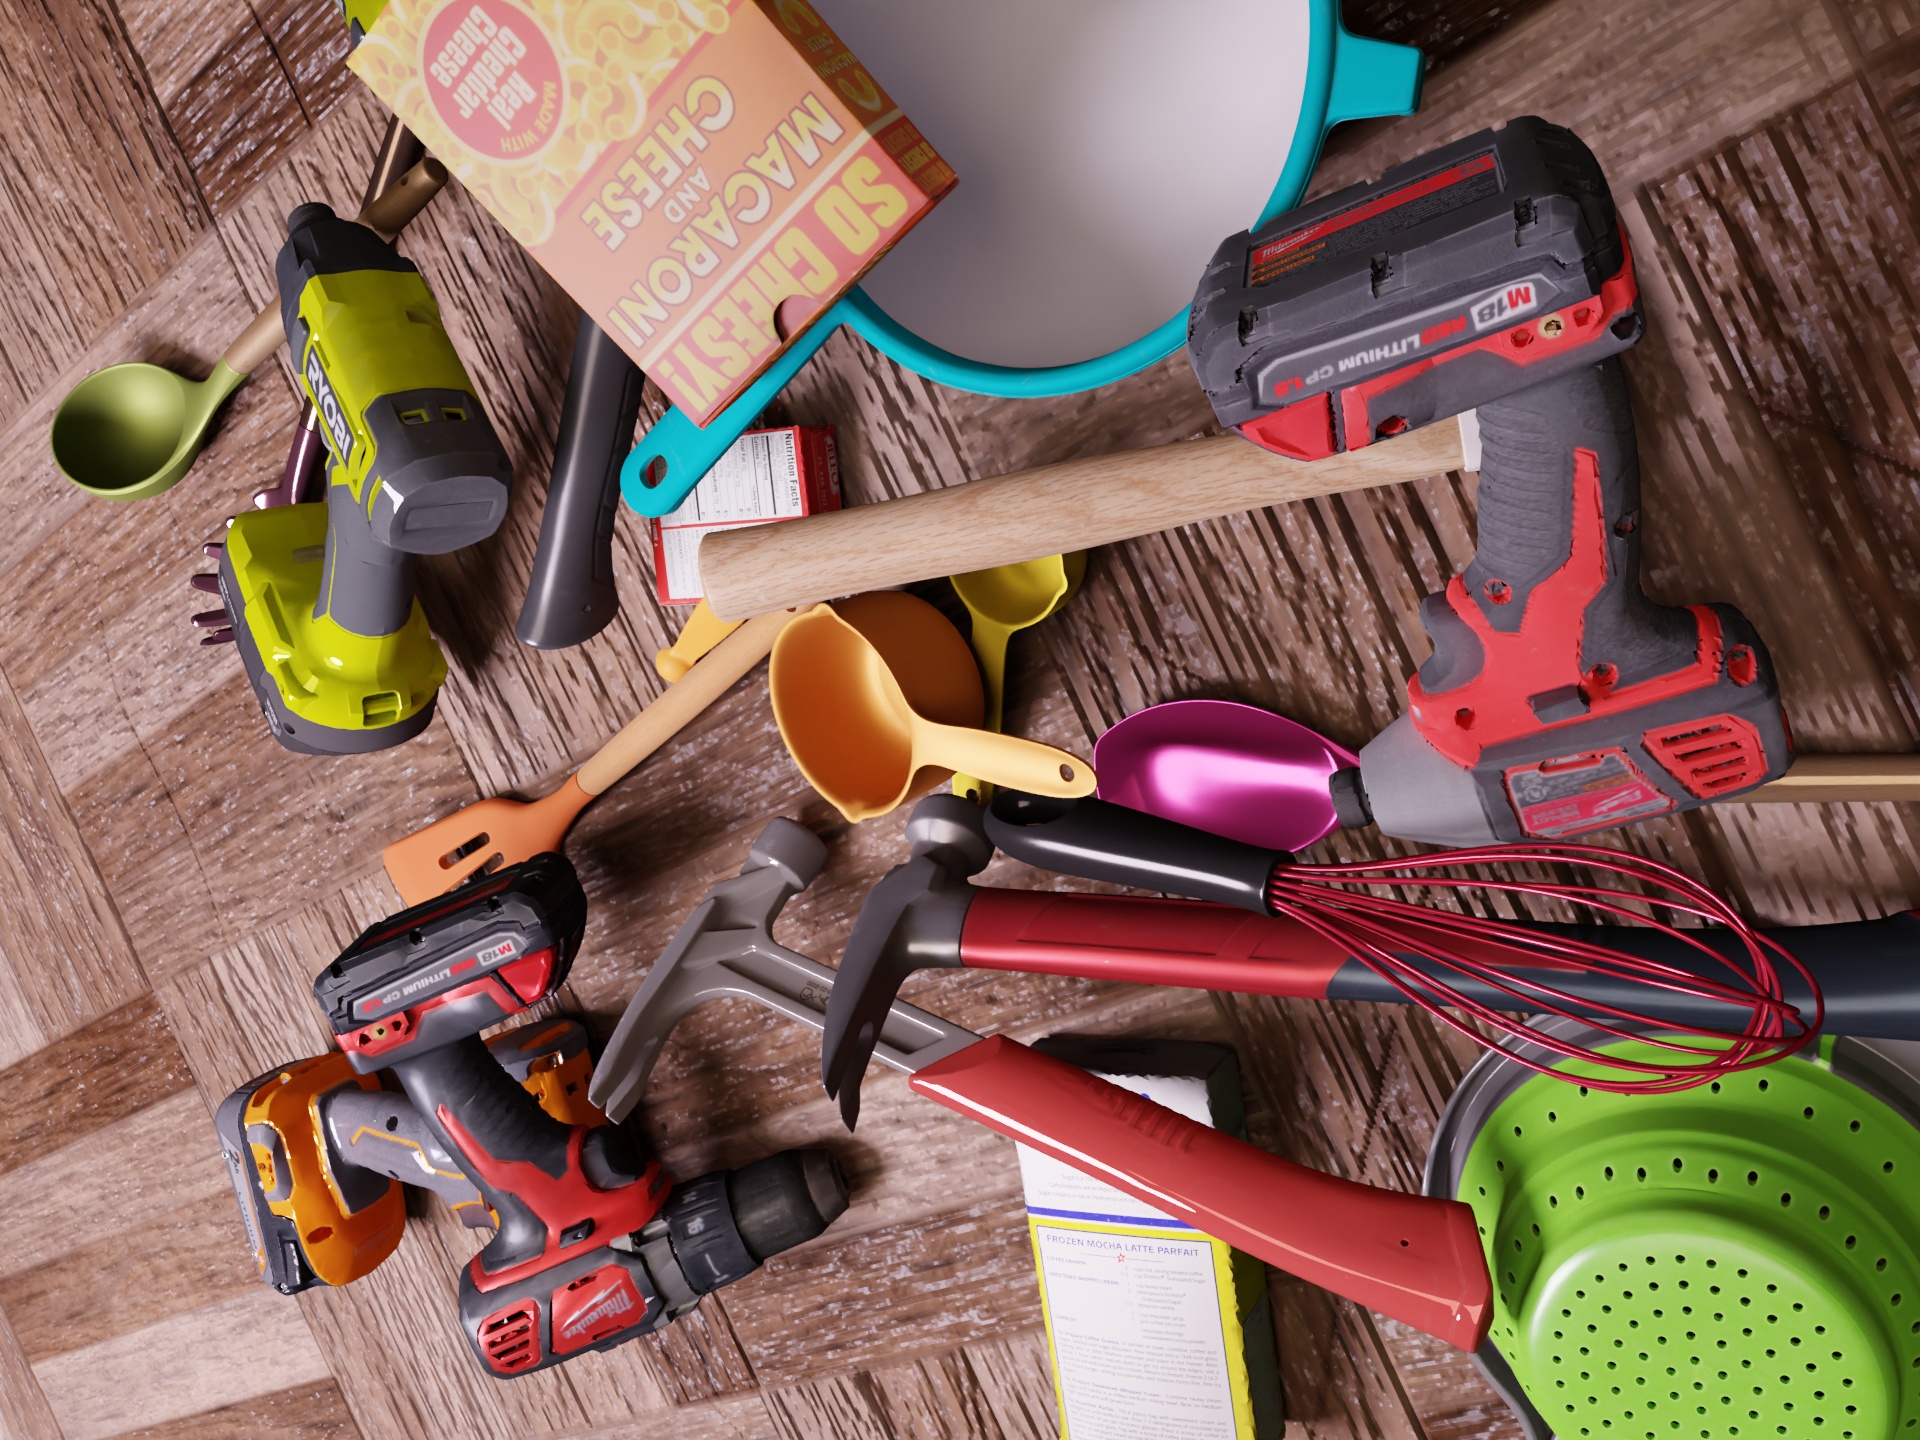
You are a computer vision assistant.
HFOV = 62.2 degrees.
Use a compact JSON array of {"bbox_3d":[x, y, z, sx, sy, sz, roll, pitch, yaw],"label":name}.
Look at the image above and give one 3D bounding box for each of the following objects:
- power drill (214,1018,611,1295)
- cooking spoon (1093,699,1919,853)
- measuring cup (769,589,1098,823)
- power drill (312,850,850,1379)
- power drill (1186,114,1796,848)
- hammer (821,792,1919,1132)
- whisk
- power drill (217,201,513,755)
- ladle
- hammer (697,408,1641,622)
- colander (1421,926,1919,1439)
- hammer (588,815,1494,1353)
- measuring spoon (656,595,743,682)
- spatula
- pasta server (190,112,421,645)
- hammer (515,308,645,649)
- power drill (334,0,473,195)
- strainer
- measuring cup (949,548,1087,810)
[{"bbox_3d":[-0.277,0.250,0.847,0.226,0.084,0.164,-10,97,25],"label":"power drill"},{"bbox_3d":[0.196,0.021,0.573,0.319,0.017,0.068,-1,104,29],"label":"cooking spoon"},{"bbox_3d":[-0.001,-0.002,0.625,0.174,0.052,0.095,14,119,41],"label":"measuring cup"},{"bbox_3d":[-0.172,0.179,0.738,0.188,0.080,0.226,-23,100,0],"label":"power drill"},{"bbox_3d":[0.156,-0.052,0.487,0.143,0.079,0.219,-18,120,24],"label":"power drill"},{"bbox_3d":[0.138,0.094,0.552,0.386,0.143,0.038,1,135,24],"label":"hammer"},{"bbox_3d":[0.123,0.059,0.527,0.296,0.073,0.073,12,108,40],"label":"whisk"},{"bbox_3d":[-0.273,-0.102,0.713,0.171,0.080,0.223,60,140,22],"label":"power drill"},{"bbox_3d":[-0.347,-0.189,0.765,0.320,0.062,0.078,-22,67,38],"label":"ladle"},{"bbox_3d":[0.060,-0.084,0.571,0.331,0.031,0.130,-9,96,15],"label":"hammer"},{"bbox_3d":[0.233,0.273,0.571,0.205,0.094,0.397,25,112,21],"label":"colander"},{"bbox_3d":[0.024,0.154,0.615,0.359,0.149,0.036,19,154,29],"label":"hammer"},{"bbox_3d":[-0.109,-0.041,0.696,0.021,0.011,0.117,29,147,-17],"label":"measuring spoon"},{"bbox_3d":[-0.166,0.022,0.741,0.322,0.041,0.081,-36,90,37],"label":"spatula"},{"bbox_3d":[-0.321,-0.171,0.790,0.060,0.040,0.316,49,121,38],"label":"pasta server"},{"bbox_3d":[-0.134,-0.182,0.626,0.035,0.146,0.334,33,117,33],"label":"hammer"},{"bbox_3d":[-0.217,-0.326,0.618,0.190,0.080,0.228,60,162,3],"label":"power drill"},{"bbox_3d":[-0.002,-0.187,0.586,0.340,0.095,0.211,-39,82,32],"label":"strainer"},{"bbox_3d":[0.018,-0.025,0.658,0.062,0.029,0.156,26,125,28],"label":"measuring cup"}]
